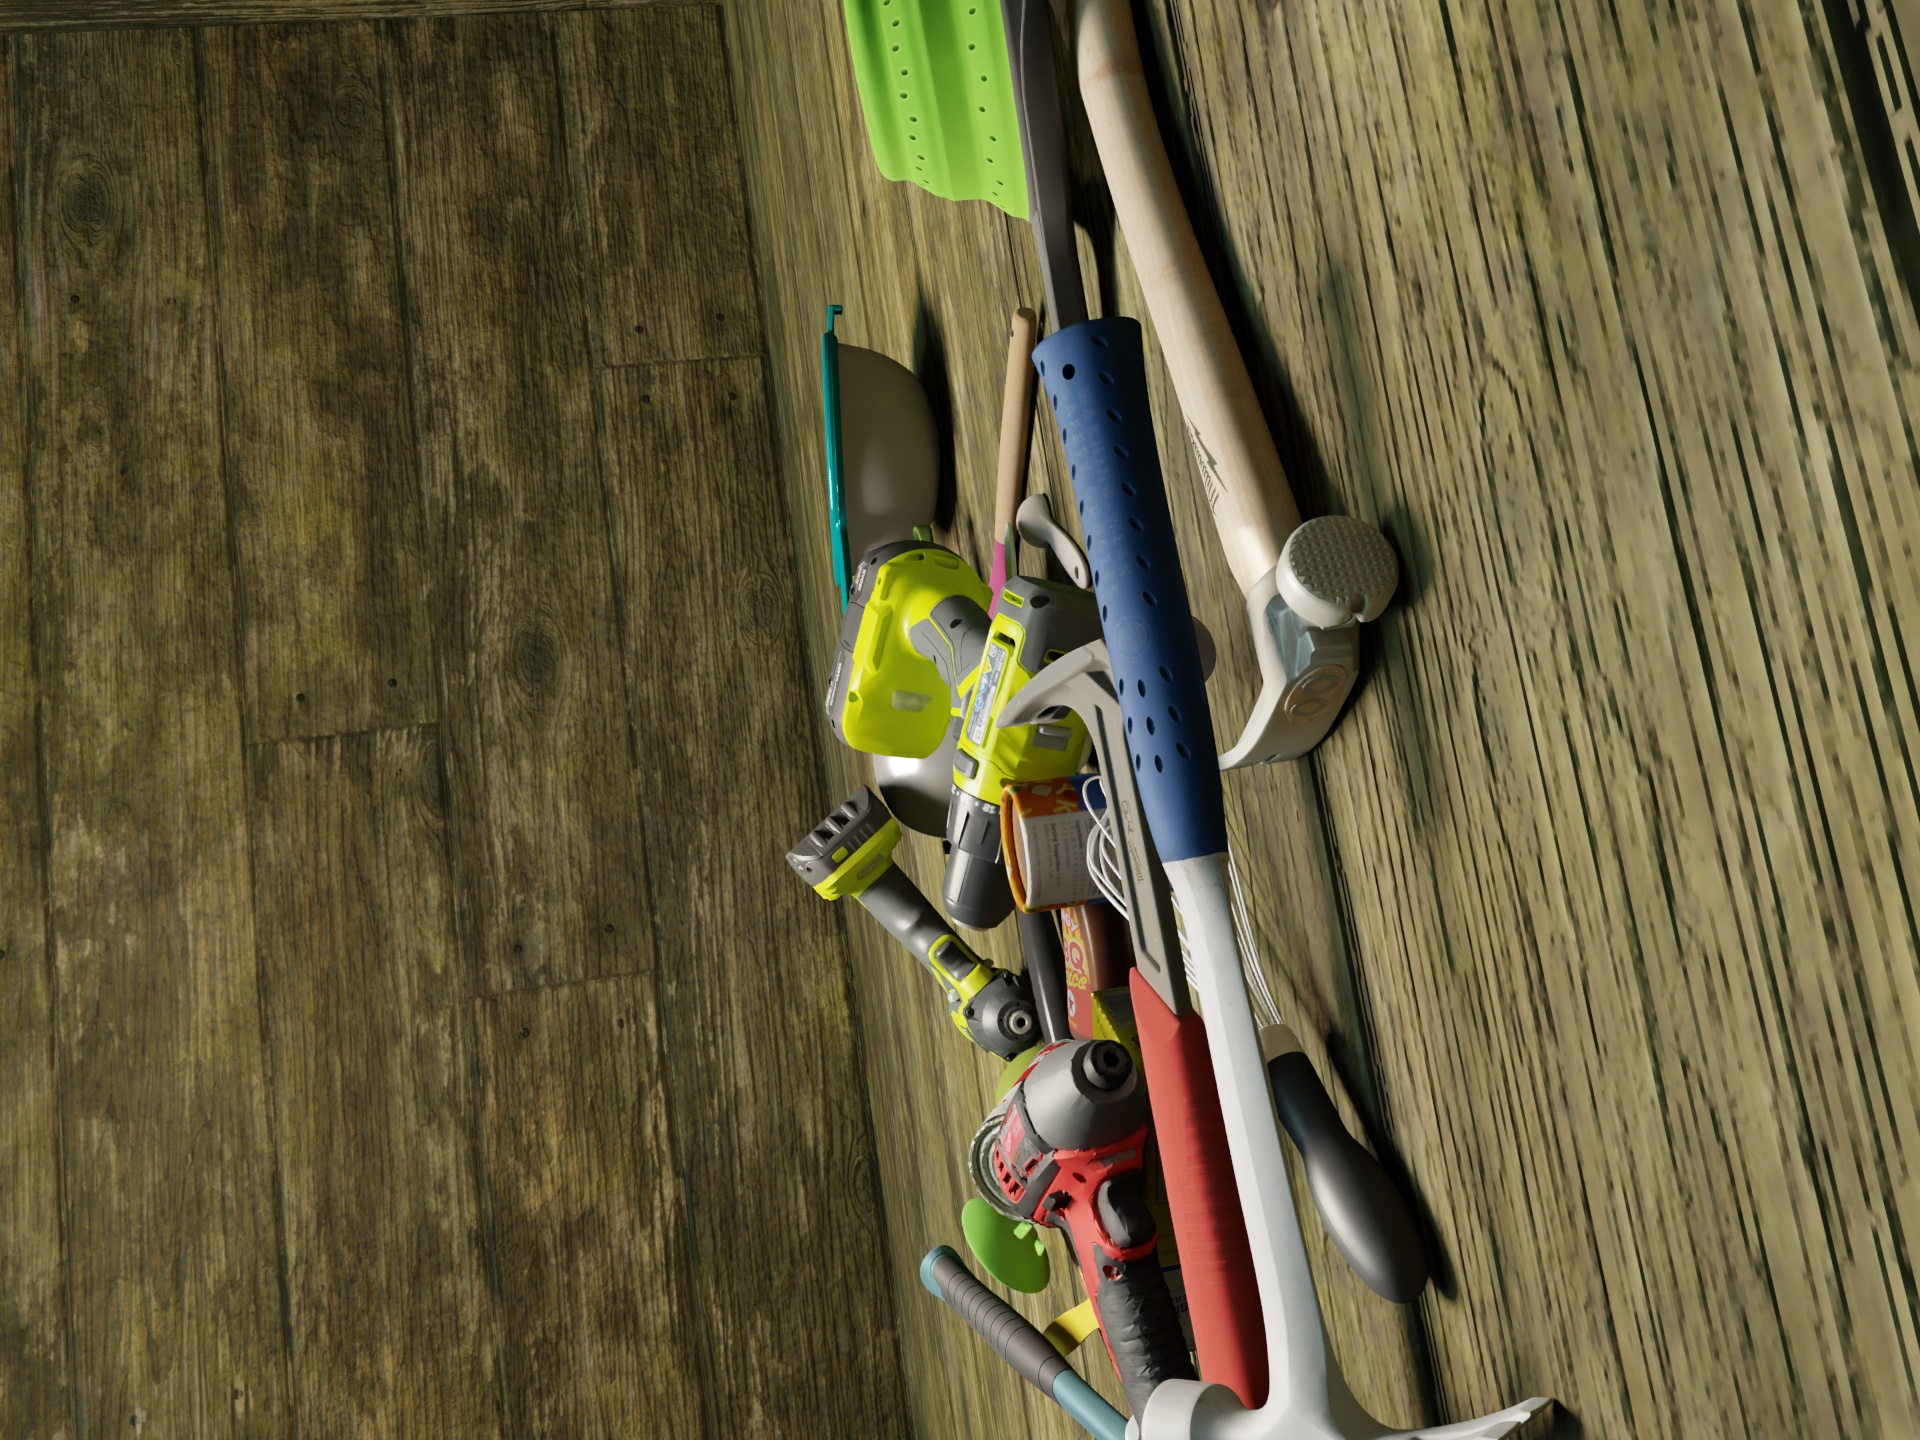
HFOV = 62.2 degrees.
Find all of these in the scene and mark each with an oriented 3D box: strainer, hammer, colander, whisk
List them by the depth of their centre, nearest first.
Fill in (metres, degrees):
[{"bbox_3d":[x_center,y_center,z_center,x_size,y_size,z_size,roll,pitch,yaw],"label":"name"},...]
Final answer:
[{"bbox_3d":[0.088,0.057,0.545,0.144,0.035,0.405,-18,79,44],"label":"hammer"},{"bbox_3d":[0.083,0.146,0.628,0.149,0.036,0.359,147,116,-65],"label":"hammer"},{"bbox_3d":[0.115,0.114,0.655,0.285,0.070,0.070,-115,20,-49],"label":"whisk"},{"bbox_3d":[0.087,-0.180,0.665,0.146,0.038,0.411,98,163,-61],"label":"hammer"},{"bbox_3d":[0.009,-0.256,0.809,0.204,0.094,0.397,-73,-27,-83],"label":"colander"},{"bbox_3d":[0.056,0.383,0.927,0.128,0.033,0.331,61,160,-17],"label":"hammer"},{"bbox_3d":[0.049,0.119,1.097,0.146,0.035,0.335,97,163,-57],"label":"hammer"},{"bbox_3d":[-0.037,-0.027,1.206,0.151,0.069,0.256,109,154,-73],"label":"strainer"},{"bbox_3d":[-0.059,-0.174,1.292,0.210,0.095,0.341,91,174,-46],"label":"strainer"}]

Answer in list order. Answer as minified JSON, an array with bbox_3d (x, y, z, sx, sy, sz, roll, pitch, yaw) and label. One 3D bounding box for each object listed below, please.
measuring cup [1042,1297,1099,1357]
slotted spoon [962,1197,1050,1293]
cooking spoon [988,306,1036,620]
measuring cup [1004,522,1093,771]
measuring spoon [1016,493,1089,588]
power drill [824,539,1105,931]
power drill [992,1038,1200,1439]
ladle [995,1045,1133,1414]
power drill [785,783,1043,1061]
[{"bbox_3d":[0.086,0.360,0.961,0.156,0.029,0.062,119,139,-50],"label":"measuring cup"},{"bbox_3d":[0.044,0.341,1.108,0.070,0.031,0.313,44,179,10],"label":"slotted spoon"},{"bbox_3d":[0.031,-0.142,1.066,0.318,0.017,0.069,94,165,-50],"label":"cooking spoon"},{"bbox_3d":[0.052,-0.045,0.970,0.083,0.038,0.168,114,152,-69],"label":"measuring cup"},{"bbox_3d":[0.054,-0.105,0.959,0.124,0.018,0.034,-117,22,-62],"label":"measuring spoon"},{"bbox_3d":[-0.001,-0.003,0.919,0.229,0.080,0.190,37,115,61],"label":"power drill"},{"bbox_3d":[0.084,0.253,0.718,0.143,0.078,0.220,106,145,-52],"label":"power drill"},{"bbox_3d":[0.093,0.347,1.014,0.078,0.062,0.321,84,166,-46],"label":"ladle"},{"bbox_3d":[-0.025,0.155,1.175,0.223,0.080,0.171,47,170,0],"label":"power drill"}]
